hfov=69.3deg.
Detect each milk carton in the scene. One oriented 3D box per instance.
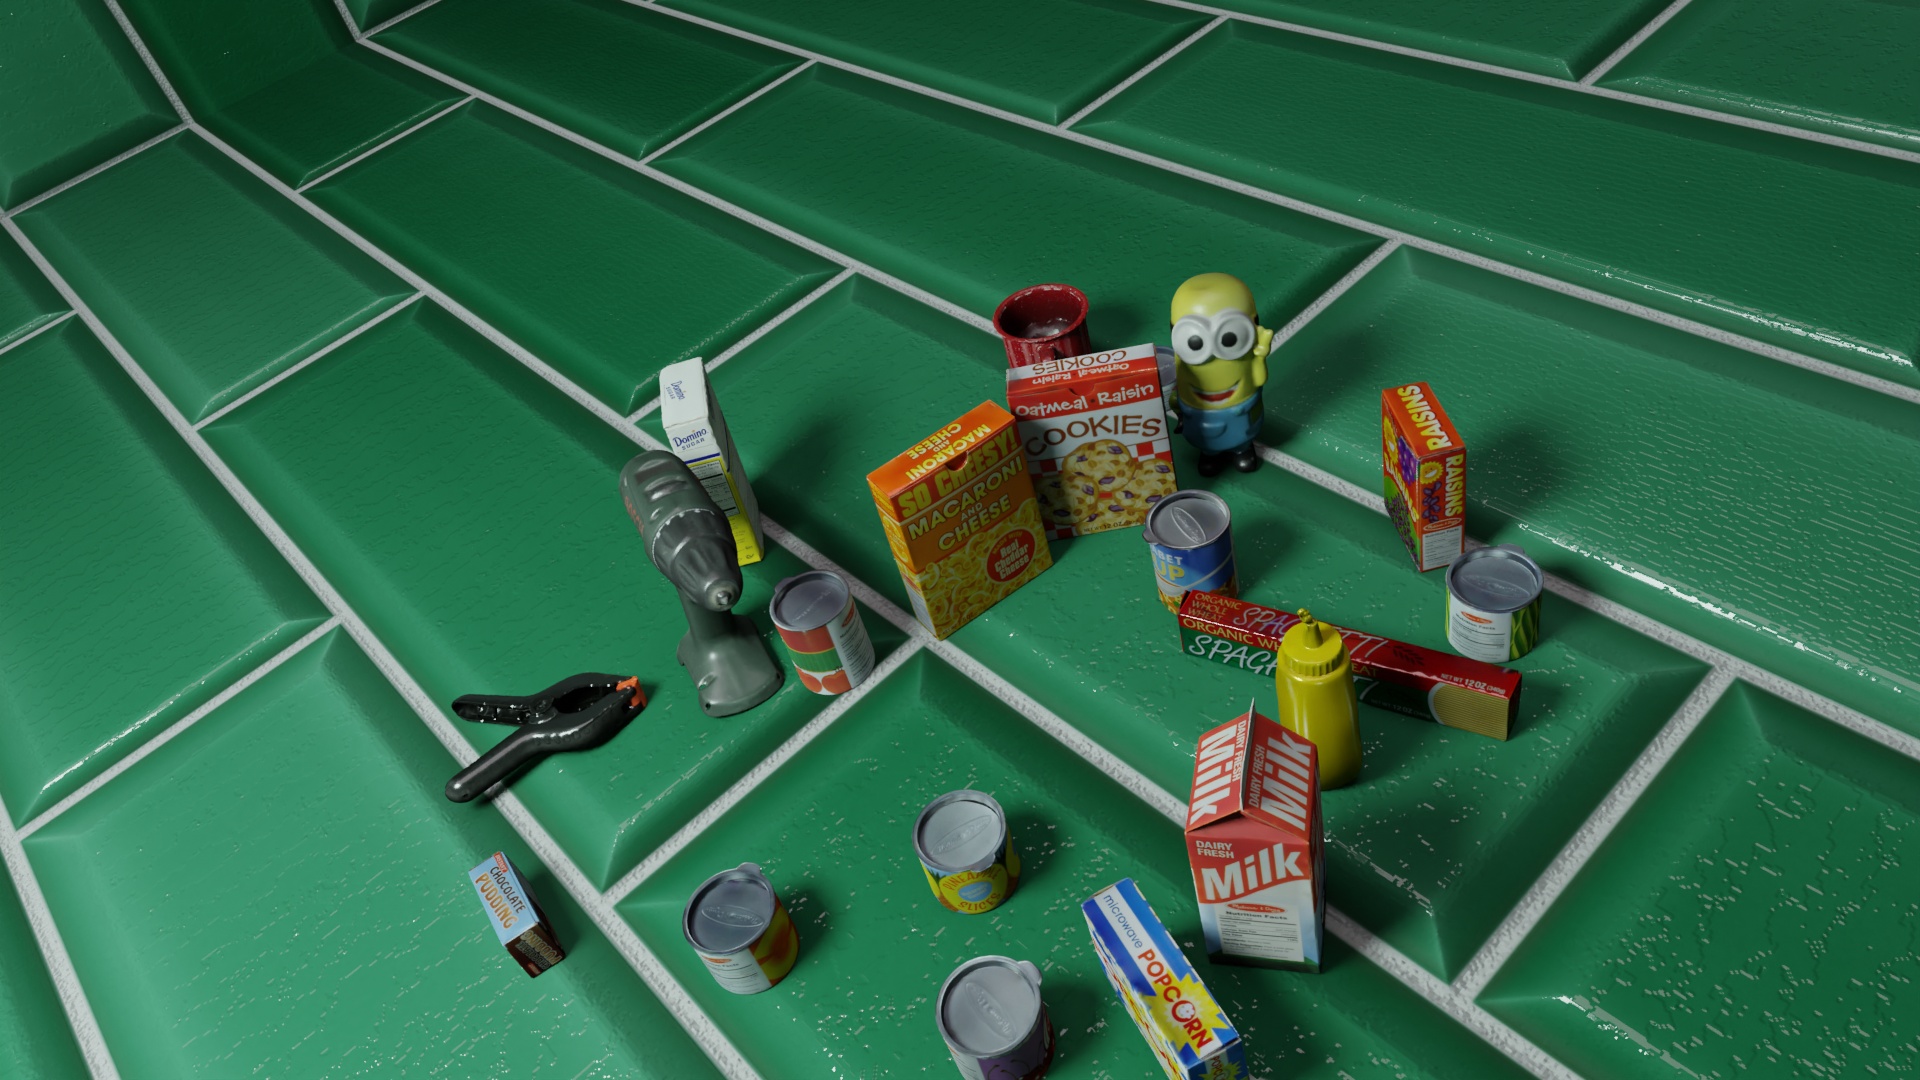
[{"bbox_3d":[0.182,0.182,0.847,0.073,0.189,0.073,0,45,19],"label":"milk carton"}]

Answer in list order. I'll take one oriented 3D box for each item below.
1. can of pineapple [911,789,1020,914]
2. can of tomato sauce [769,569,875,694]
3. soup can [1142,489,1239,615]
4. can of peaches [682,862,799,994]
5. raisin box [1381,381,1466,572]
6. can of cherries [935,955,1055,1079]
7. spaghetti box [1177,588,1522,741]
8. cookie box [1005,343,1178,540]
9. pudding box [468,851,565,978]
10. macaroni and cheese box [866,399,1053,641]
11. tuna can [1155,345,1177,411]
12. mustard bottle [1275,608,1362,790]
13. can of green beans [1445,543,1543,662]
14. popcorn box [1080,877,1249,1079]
[{"bbox_3d":[0.005,0.218,0.964,0.071,0.057,0.071,-9,43,9],"label":"can of pineapple"},{"bbox_3d":[-0.113,0.075,1.134,0.071,0.082,0.071,-9,43,9],"label":"can of tomato sauce"},{"bbox_3d":[0.183,0.012,1.104,0.071,0.083,0.072,-9,43,9],"label":"soup can"},{"bbox_3d":[-0.150,0.269,0.961,0.071,0.057,0.071,-9,43,9],"label":"can of peaches"},{"bbox_3d":[0.360,-0.050,1.084,0.040,0.122,0.086,-13,42,5],"label":"raisin box"},{"bbox_3d":[0.025,0.303,0.869,0.071,0.058,0.072,-9,43,9],"label":"can of cherries"},{"bbox_3d":[0.278,0.089,1.019,0.250,0.050,0.029,14,51,30],"label":"spaghetti box"},{"bbox_3d":[0.114,-0.079,1.160,0.123,0.166,0.040,-10,43,8],"label":"cookie box"},{"bbox_3d":[-0.325,0.273,1.018,0.030,0.049,0.084,-33,45,-16],"label":"pudding box"},{"bbox_3d":[0.004,-0.014,1.129,0.124,0.165,0.040,-34,45,-17],"label":"macaroni and cheese box"},{"bbox_3d":[0.182,-0.154,1.317,0.071,0.032,0.071,-9,43,9],"label":"tuna can"},{"bbox_3d":[0.240,0.102,0.936,0.049,0.159,0.065,-16,42,1],"label":"mustard bottle"},{"bbox_3d":[0.391,0.047,1.020,0.071,0.057,0.071,-9,43,9],"label":"can of green beans"},{"bbox_3d":[0.124,0.279,0.842,0.038,0.084,0.127,-26,43,-10],"label":"popcorn box"}]
